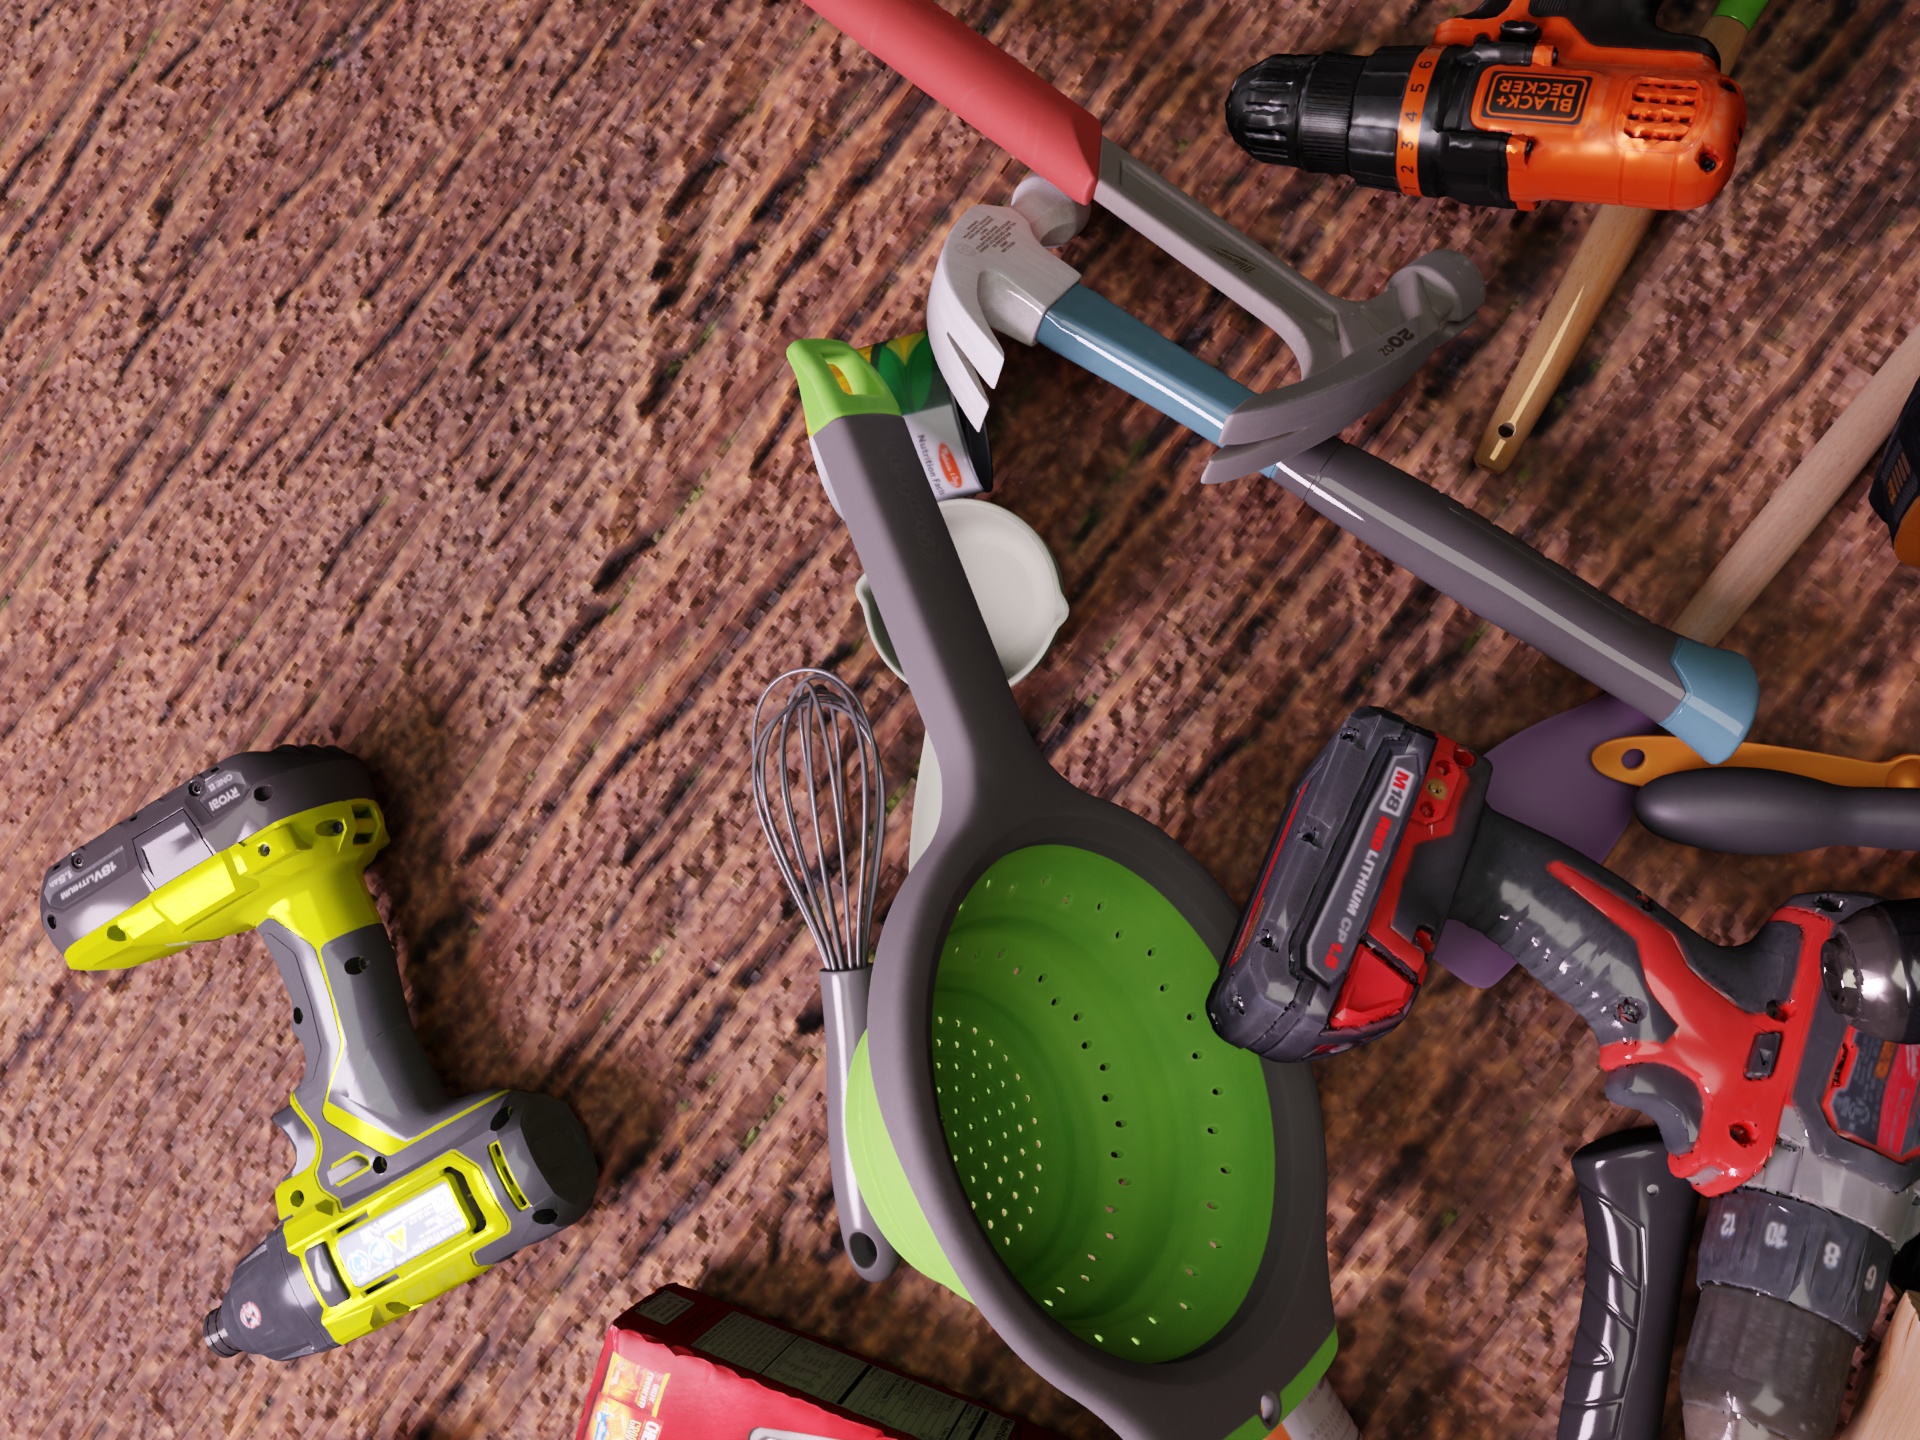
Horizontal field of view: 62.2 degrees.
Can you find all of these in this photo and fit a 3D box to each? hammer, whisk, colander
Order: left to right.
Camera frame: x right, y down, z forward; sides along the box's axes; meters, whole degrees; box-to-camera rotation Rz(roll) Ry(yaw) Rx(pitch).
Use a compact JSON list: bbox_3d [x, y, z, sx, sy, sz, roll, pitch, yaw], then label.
[{"bbox_3d":[-0.047,0.098,0.617,0.055,0.055,0.239,-7,88,12],"label":"whisk"},{"bbox_3d":[-0.001,0.059,0.562,0.094,0.204,0.397,-29,79,41],"label":"colander"},{"bbox_3d":[0.017,-0.226,0.598,0.149,0.036,0.359,-34,66,-33],"label":"hammer"},{"bbox_3d":[0.131,-0.090,0.569,0.331,0.033,0.128,34,50,10],"label":"hammer"},{"bbox_3d":[0.218,0.306,0.546,0.146,0.035,0.335,10,87,14],"label":"hammer"},{"bbox_3d":[0.373,0.036,0.520,0.284,0.070,0.070,2,86,13],"label":"whisk"}]

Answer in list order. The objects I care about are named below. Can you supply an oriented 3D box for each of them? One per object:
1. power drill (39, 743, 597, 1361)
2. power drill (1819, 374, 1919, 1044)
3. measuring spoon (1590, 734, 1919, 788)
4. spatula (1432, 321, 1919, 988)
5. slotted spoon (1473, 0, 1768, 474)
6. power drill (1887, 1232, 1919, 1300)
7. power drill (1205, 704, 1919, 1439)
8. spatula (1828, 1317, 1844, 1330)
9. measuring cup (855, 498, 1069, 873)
[{"bbox_3d":[-0.270,0.138,0.647,0.171,0.080,0.223,-30,83,8],"label":"power drill"},{"bbox_3d":[0.344,-0.007,0.480,0.185,0.084,0.226,-7,64,13],"label":"power drill"},{"bbox_3d":[0.283,0.016,0.563,0.117,0.011,0.021,4,109,7],"label":"measuring spoon"},{"bbox_3d":[0.268,-0.039,0.573,0.060,0.018,0.316,39,95,8],"label":"spatula"},{"bbox_3d":[0.272,-0.231,0.586,0.070,0.031,0.314,30,93,18],"label":"slotted spoon"},{"bbox_3d":[0.384,0.256,0.494,0.190,0.080,0.228,-19,84,10],"label":"power drill"},{"bbox_3d":[0.198,0.113,0.514,0.227,0.080,0.188,24,71,6],"label":"power drill"},{"bbox_3d":[0.198,0.320,0.510,0.082,0.044,0.317,34,92,18],"label":"spatula"},{"bbox_3d":[-0.001,-0.002,0.623,0.083,0.038,0.167,7,96,10],"label":"measuring cup"}]
